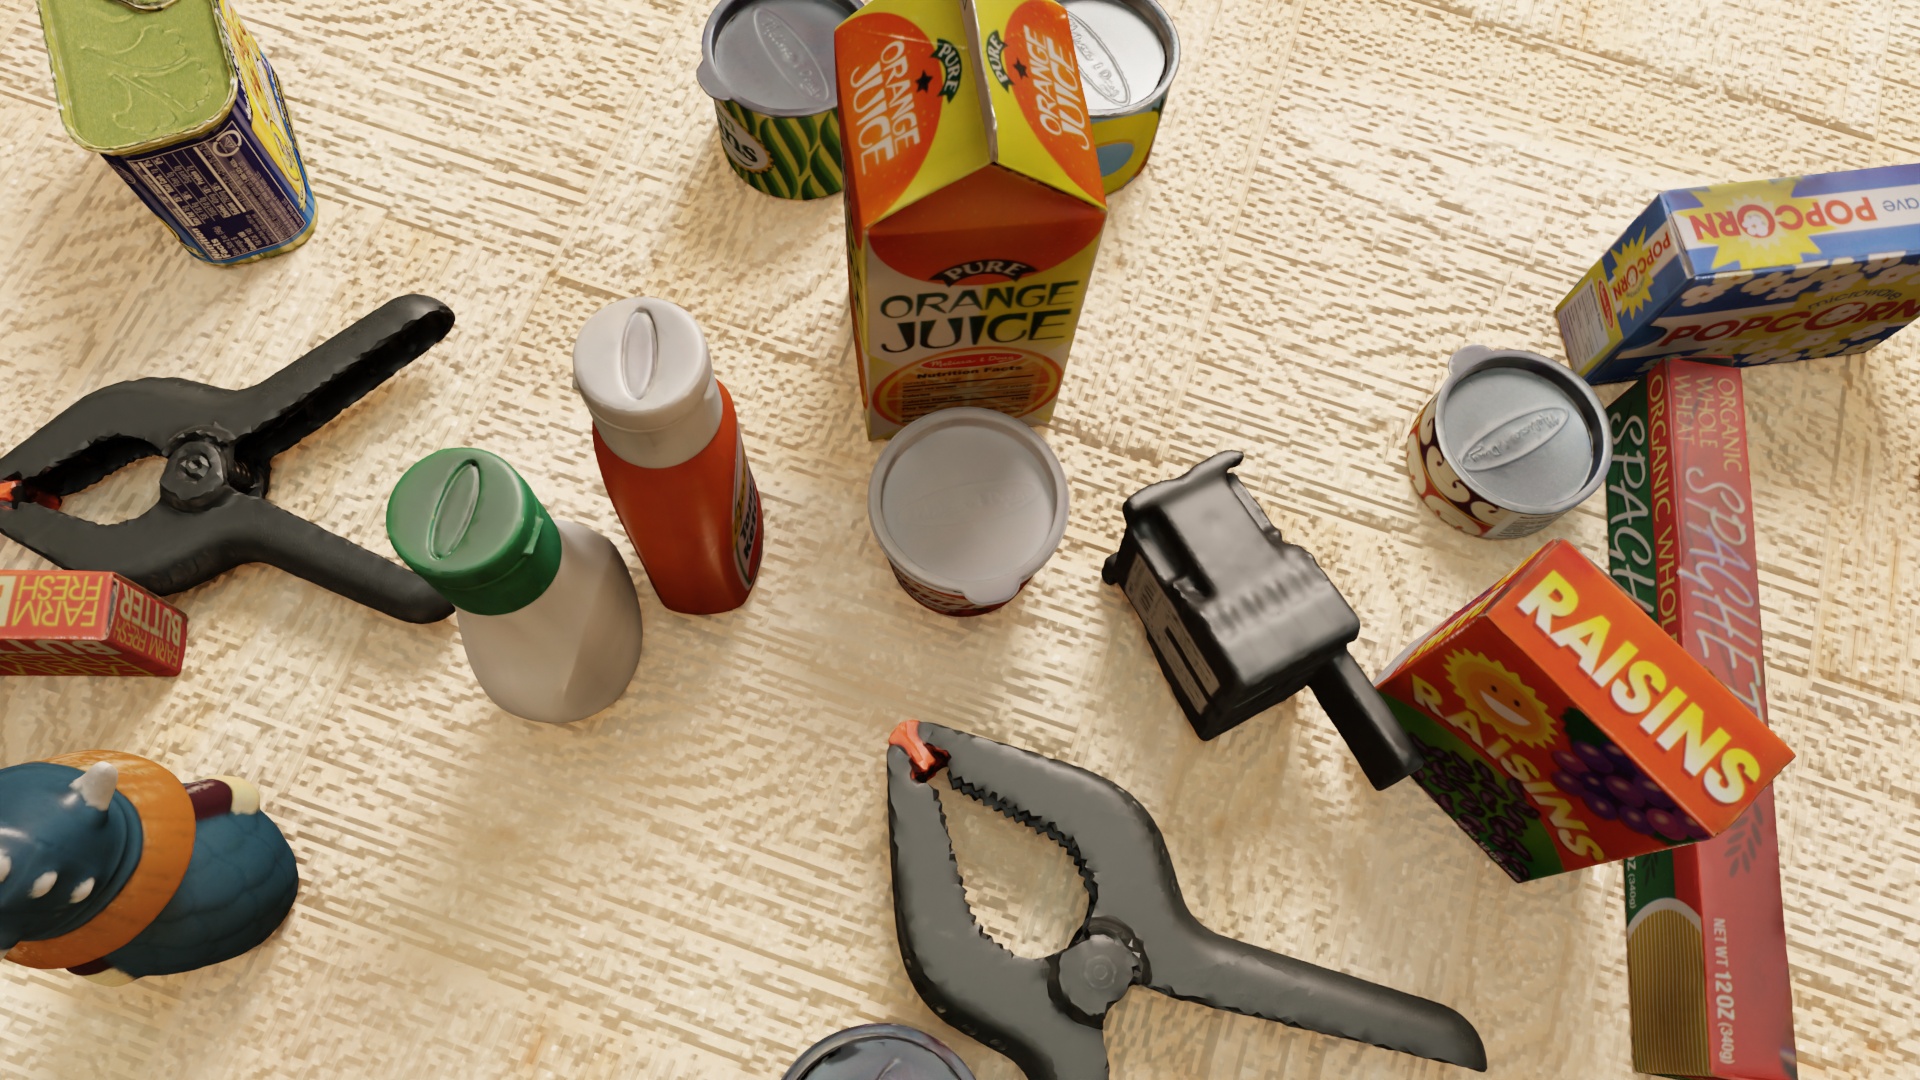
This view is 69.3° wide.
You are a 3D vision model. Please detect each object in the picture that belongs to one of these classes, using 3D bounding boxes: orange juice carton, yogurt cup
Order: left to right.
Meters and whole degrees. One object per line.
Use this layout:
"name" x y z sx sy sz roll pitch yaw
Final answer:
"orange juice carton" 0.000 -0.104 0.450 0.073 0.192 0.072 -6 71 -5
"yogurt cup" 0.002 -0.006 0.488 0.072 0.053 0.072 1 70 -3

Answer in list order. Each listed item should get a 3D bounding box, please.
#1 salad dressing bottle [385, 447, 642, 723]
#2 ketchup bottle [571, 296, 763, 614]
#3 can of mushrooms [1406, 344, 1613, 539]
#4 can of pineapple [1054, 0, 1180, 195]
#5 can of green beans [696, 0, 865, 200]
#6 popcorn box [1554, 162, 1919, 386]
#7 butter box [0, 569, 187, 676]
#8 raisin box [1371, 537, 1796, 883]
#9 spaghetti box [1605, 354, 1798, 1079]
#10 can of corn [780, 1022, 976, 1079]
"salad dressing bottle" -0.132 0.016 0.424 0.044 0.147 0.064 13 70 2
"ketchup bottle" -0.090 -0.025 0.440 0.043 0.148 0.065 -2 71 -4
"can of mushrooms" 0.203 -0.037 0.521 0.071 0.033 0.071 1 70 -3
"can of pineapple" 0.047 -0.178 0.551 0.071 0.057 0.071 1 70 -3
"can of green beans" -0.065 -0.176 0.545 0.071 0.057 0.071 1 70 -3
"popcorn box" 0.304 -0.099 0.521 0.127 0.085 0.038 -7 71 -5
"butter box" -0.320 0.028 0.460 0.103 0.053 0.024 1 71 -3
"raisin box" 0.183 0.059 0.437 0.040 0.123 0.086 -39 77 -15
"spaghetti box" 0.252 0.055 0.481 0.029 0.050 0.251 7 70 0
"can of corn" -0.027 0.179 0.417 0.071 0.058 0.071 1 70 -3
